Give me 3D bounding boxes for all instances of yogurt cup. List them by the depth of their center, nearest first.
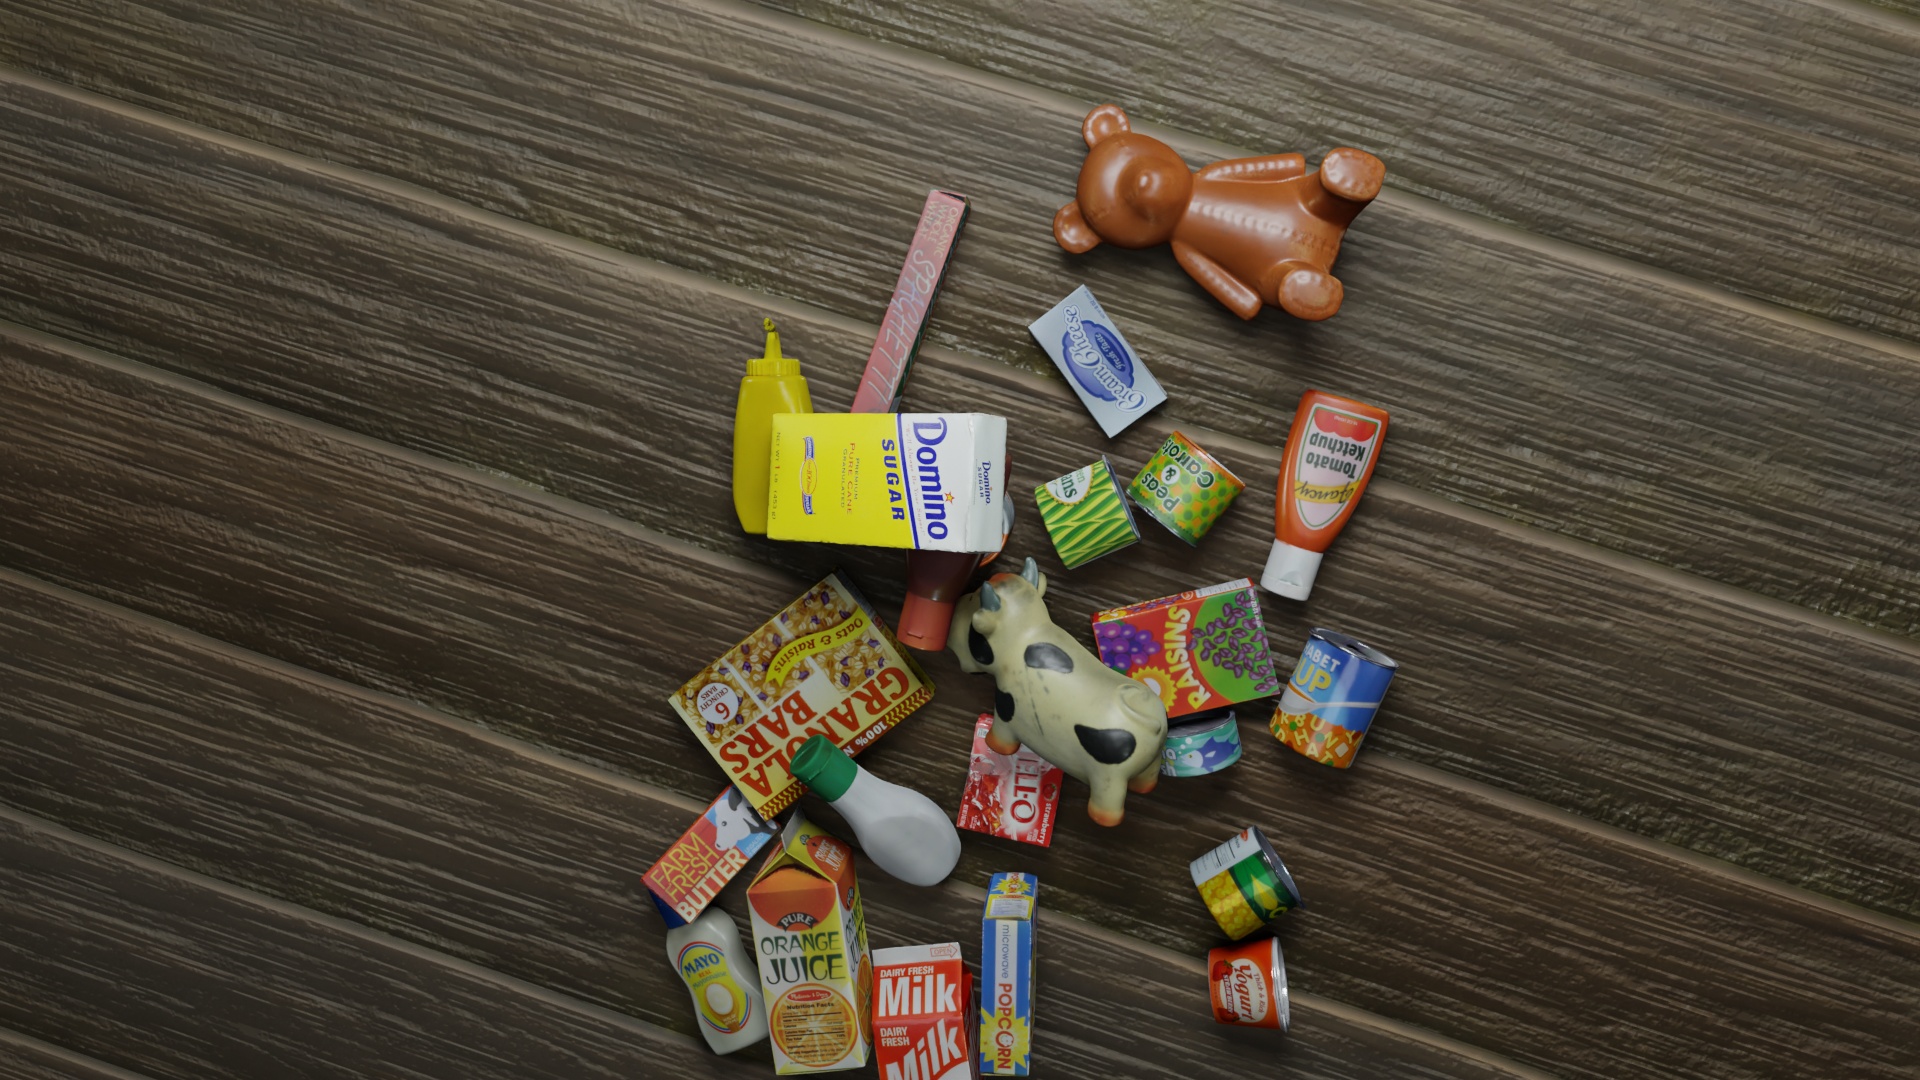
[{"bbox_3d":[0.219,0.337,1.054,0.054,0.072,0.072,-8,97,15],"label":"yogurt cup"}]

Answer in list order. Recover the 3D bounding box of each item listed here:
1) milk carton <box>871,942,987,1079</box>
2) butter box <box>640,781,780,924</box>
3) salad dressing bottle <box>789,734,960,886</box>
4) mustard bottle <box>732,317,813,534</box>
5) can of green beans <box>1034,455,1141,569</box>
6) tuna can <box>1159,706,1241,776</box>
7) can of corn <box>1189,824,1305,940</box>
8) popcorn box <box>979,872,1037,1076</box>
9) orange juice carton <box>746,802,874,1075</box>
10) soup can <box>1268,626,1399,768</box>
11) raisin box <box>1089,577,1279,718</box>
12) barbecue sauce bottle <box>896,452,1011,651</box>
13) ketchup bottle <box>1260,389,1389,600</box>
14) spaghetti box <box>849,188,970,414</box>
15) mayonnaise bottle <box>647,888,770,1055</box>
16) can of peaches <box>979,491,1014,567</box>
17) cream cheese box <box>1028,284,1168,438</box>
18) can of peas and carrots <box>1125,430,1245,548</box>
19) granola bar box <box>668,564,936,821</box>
[{"bbox_3d":[-0.022,0.406,1.083,0.072,0.073,0.190,-8,97,7],"label":"milk carton"},{"bbox_3d":[-0.195,0.243,1.083,0.053,0.024,0.104,44,75,-1],"label":"butter box"},{"bbox_3d":[-0.064,0.203,1.051,0.064,0.044,0.147,-41,112,14],"label":"salad dressing bottle"},{"bbox_3d":[-0.138,-0.086,1.039,0.065,0.049,0.160,1,98,7],"label":"mustard bottle"},{"bbox_3d":[0.093,-0.019,1.015,0.058,0.071,0.071,-23,95,9],"label":"can of green beans"},{"bbox_3d":[0.172,0.149,1.029,0.071,0.071,0.032,-12,98,8],"label":"tuna can"},{"bbox_3d":[0.215,0.259,1.041,0.058,0.071,0.071,-33,94,11],"label":"can of corn"},{"bbox_3d":[0.037,0.329,1.060,0.038,0.085,0.126,2,98,5],"label":"popcorn box"},{"bbox_3d":[-0.116,0.307,1.080,0.073,0.072,0.192,-7,97,7],"label":"orange juice carton"},{"bbox_3d":[0.269,0.113,1.014,0.071,0.071,0.083,23,100,2],"label":"soup can"},{"bbox_3d":[0.166,0.084,1.036,0.123,0.040,0.086,-14,97,7],"label":"raisin box"},{"bbox_3d":[-0.011,0.003,0.980,0.065,0.044,0.148,17,100,15],"label":"barbecue sauce bottle"},{"bbox_3d":[0.258,-0.031,1.008,0.065,0.043,0.148,17,100,3],"label":"ketchup bottle"},{"bbox_3d":[-0.048,-0.136,1.022,0.029,0.050,0.249,21,99,2],"label":"spaghetti box"},{"bbox_3d":[-0.200,0.332,1.108,0.064,0.041,0.148,-26,94,11],"label":"mayonnaise bottle"},{"bbox_3d":[0.004,-0.013,1.029,0.071,0.058,0.071,1,98,5],"label":"can of peaches"},{"bbox_3d":[0.101,-0.131,1.020,0.053,0.024,0.104,-37,93,11],"label":"cream cheese box"},{"bbox_3d":[0.162,-0.038,1.003,0.071,0.071,0.058,39,100,0],"label":"can of peas and carrots"},{"bbox_3d":[-0.121,0.118,1.071,0.165,0.039,0.124,-37,94,10],"label":"granola bar box"}]
